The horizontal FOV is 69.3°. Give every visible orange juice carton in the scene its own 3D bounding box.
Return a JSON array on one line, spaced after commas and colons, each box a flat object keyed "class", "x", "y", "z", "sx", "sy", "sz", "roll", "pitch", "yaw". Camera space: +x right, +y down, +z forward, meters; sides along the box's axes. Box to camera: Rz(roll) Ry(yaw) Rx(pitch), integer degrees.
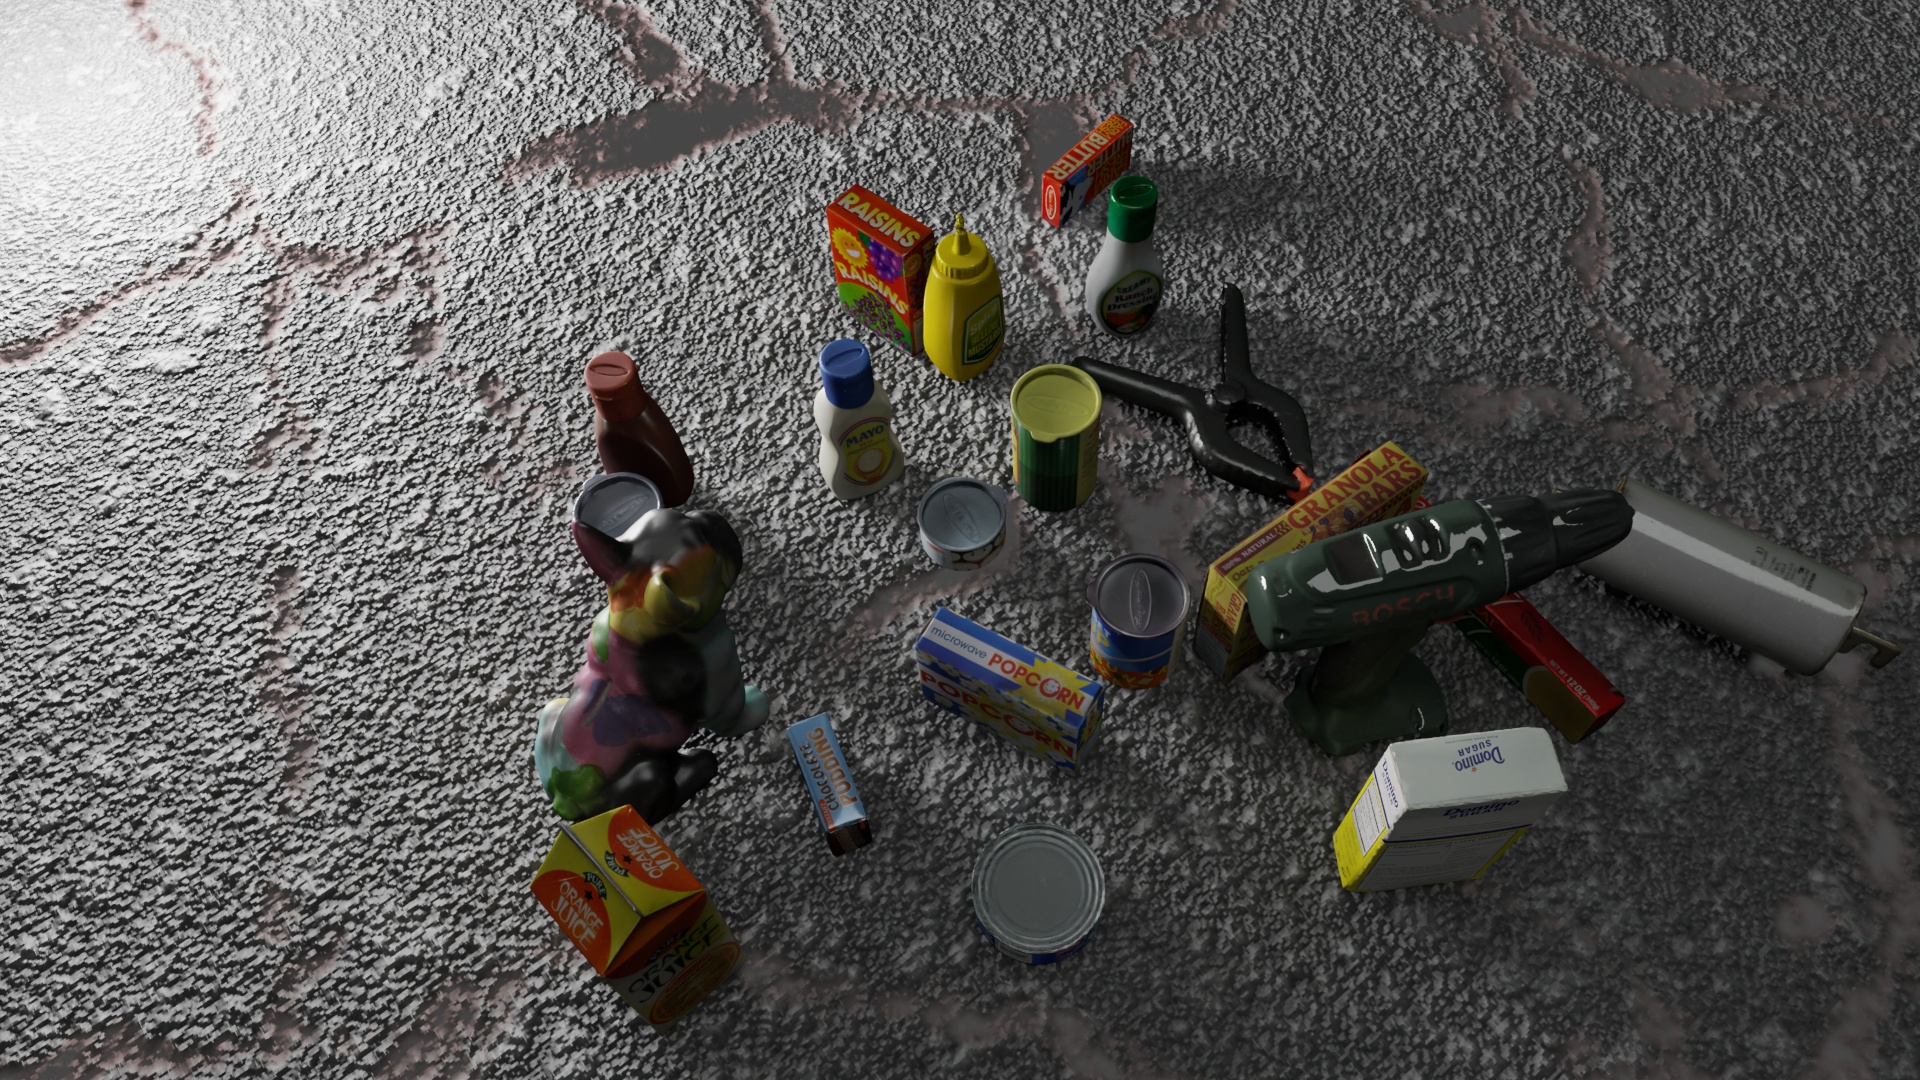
[{"class": "orange juice carton", "x": -0.189, "y": 0.222, "z": 0.818, "sx": 0.073, "sy": 0.191, "sz": 0.072, "roll": -40, "pitch": 65, "yaw": -20}]

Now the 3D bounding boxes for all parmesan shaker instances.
[{"class": "parmesan shaker", "x": 0.070, "y": -0.073, "z": 1.043, "sx": 0.071, "sy": 0.102, "sz": 0.071, "roll": -1, "pitch": 58, "yaw": 2}]

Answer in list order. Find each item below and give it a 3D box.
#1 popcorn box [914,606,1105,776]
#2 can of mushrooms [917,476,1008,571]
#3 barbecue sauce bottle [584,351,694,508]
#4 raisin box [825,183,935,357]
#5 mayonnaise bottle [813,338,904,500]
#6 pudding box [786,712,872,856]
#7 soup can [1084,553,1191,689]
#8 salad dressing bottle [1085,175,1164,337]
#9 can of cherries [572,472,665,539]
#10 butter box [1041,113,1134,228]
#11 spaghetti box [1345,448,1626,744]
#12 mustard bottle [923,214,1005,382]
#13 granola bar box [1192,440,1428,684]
[{"class": "popcorn box", "x": 0.033, "y": 0.103, "z": 0.946, "sx": 0.127, "sy": 0.084, "sz": 0.038, "roll": 25, "pitch": 63, "yaw": 17}, {"class": "can of mushrooms", "x": 0.004, "y": -0.013, "z": 1.049, "sx": 0.071, "sy": 0.033, "sz": 0.071, "roll": -1, "pitch": 58, "yaw": 2}, {"class": "barbecue sauce bottle", "x": -0.243, "y": -0.080, "z": 1.034, "sx": 0.065, "sy": 0.147, "sz": 0.044, "roll": 9, "pitch": 59, "yaw": 8}, {"class": "raisin box", "x": -0.060, "y": -0.218, "z": 1.127, "sx": 0.086, "sy": 0.122, "sz": 0.040, "roll": 36, "pitch": 67, "yaw": 22}, {"class": "mayonnaise bottle", "x": -0.079, "y": -0.089, "z": 1.033, "sx": 0.065, "sy": 0.147, "sz": 0.041, "roll": -24, "pitch": 60, "yaw": -12}, {"class": "pudding box", "x": -0.088, "y": 0.164, "z": 0.934, "sx": 0.030, "sy": 0.049, "sz": 0.084, "roll": -20, "pitch": 60, "yaw": -10}, {"class": "soup can", "x": 0.121, "y": 0.058, "z": 0.971, "sx": 0.071, "sy": 0.083, "sz": 0.071, "roll": -1, "pitch": 58, "yaw": 2}, {"class": "salad dressing bottle", "x": 0.133, "y": -0.225, "z": 1.109, "sx": 0.064, "sy": 0.147, "sz": 0.044, "roll": -15, "pitch": 59, "yaw": -7}, {"class": "can of cherries", "x": -0.252, "y": -0.010, "z": 1.044, "sx": 0.071, "sy": 0.058, "sz": 0.072, "roll": -1, "pitch": 58, "yaw": 2}, {"class": "butter box", "x": 0.112, "y": -0.327, "z": 1.229, "sx": 0.024, "sy": 0.053, "sz": 0.104, "roll": 36, "pitch": 66, "yaw": 22}, {"class": "spaghetti box", "x": 0.363, "y": 0.036, "z": 0.993, "sx": 0.029, "sy": 0.050, "sz": 0.251, "roll": -30, "pitch": 62, "yaw": -15}, {"class": "mustard bottle", "x": 0.002, "y": -0.192, "z": 1.087, "sx": 0.049, "sy": 0.159, "sz": 0.065, "roll": 40, "pitch": 68, "yaw": 23}, {"class": "granola bar box", "x": 0.240, "y": 0.016, "z": 0.968, "sx": 0.166, "sy": 0.123, "sz": 0.039, "roll": -33, "pitch": 63, "yaw": -17}]
